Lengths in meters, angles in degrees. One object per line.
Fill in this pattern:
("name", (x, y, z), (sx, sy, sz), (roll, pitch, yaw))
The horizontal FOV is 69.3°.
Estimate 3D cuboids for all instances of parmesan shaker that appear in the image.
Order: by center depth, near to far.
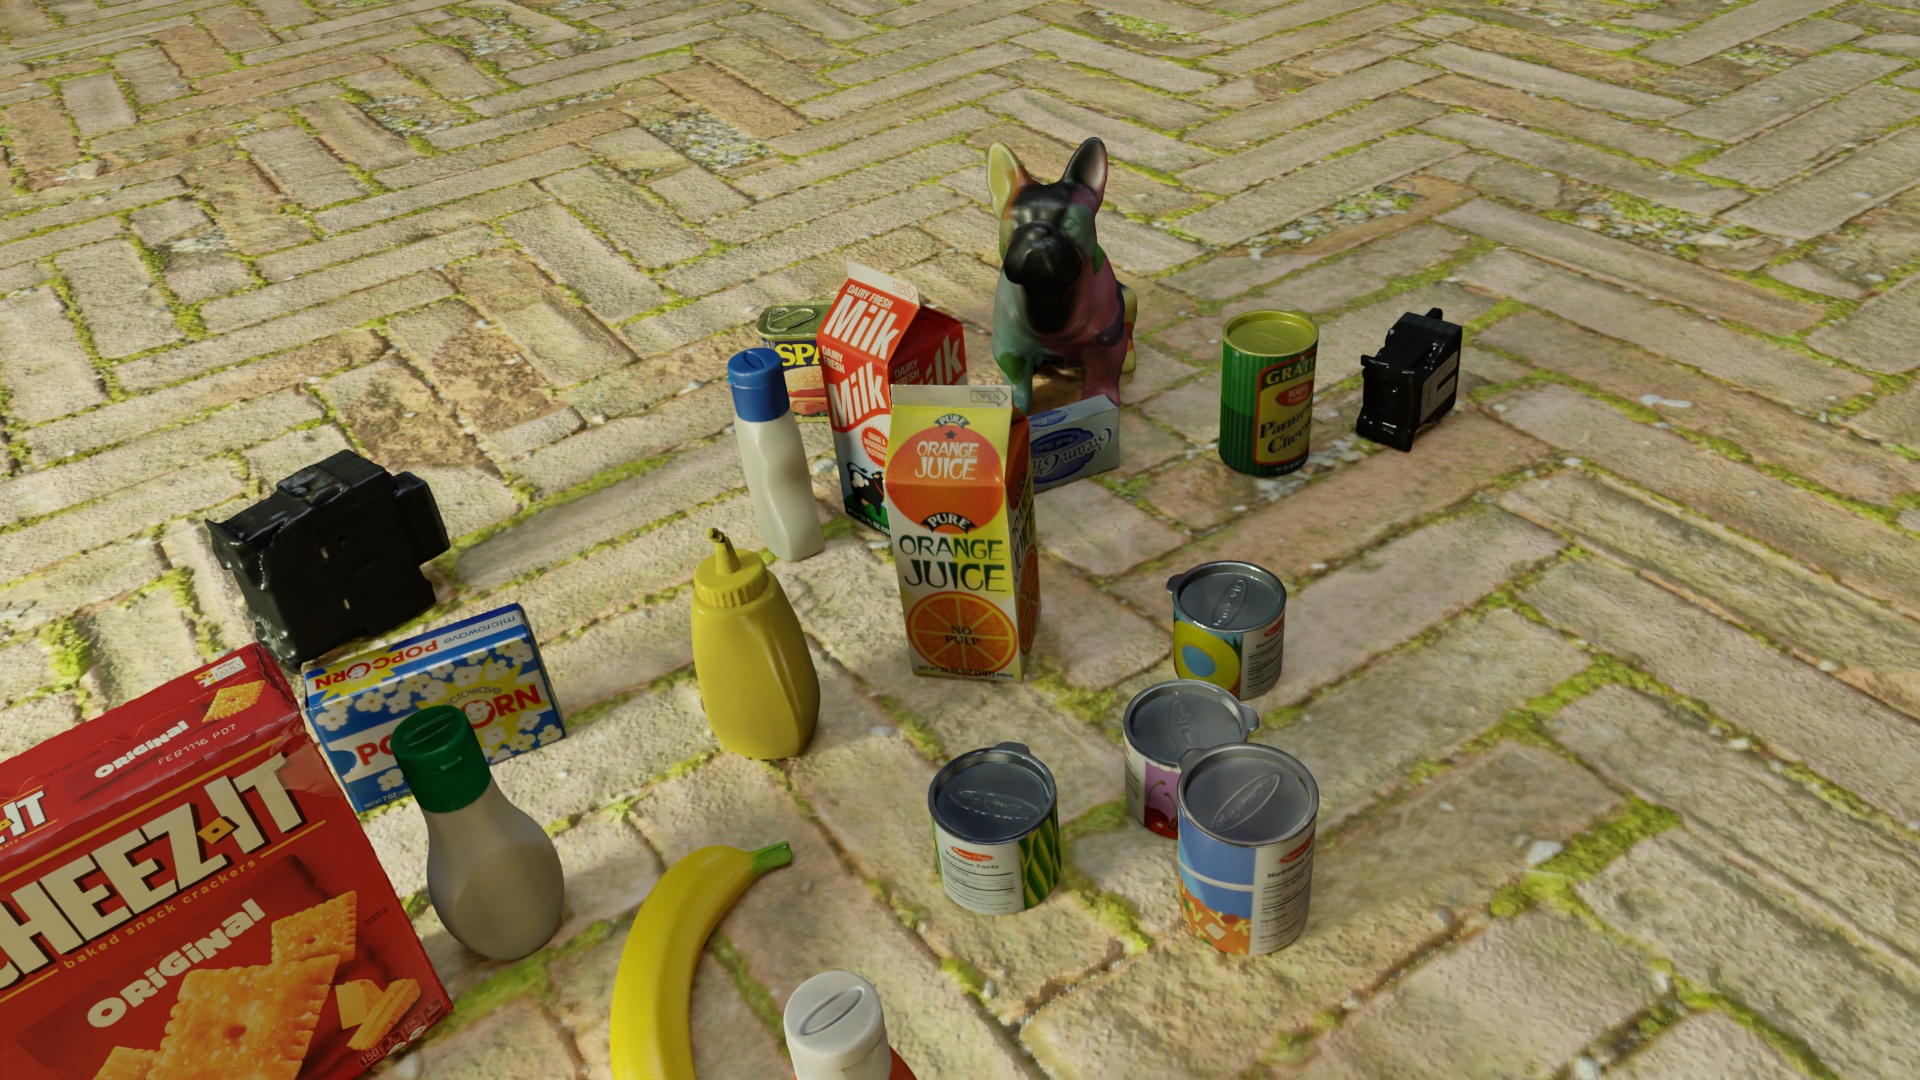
("parmesan shaker", (0.222, -0.106, 0.998), (0.071, 0.102, 0.072), (-4, 37, 3))

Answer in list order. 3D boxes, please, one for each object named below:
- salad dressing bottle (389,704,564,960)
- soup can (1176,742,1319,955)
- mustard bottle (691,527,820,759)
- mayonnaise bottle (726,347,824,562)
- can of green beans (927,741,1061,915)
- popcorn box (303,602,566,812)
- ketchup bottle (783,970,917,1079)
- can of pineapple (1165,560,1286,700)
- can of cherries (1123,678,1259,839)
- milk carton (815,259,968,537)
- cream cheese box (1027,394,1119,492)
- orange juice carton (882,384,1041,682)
("salad dressing bottle", (-0.241, 0.146, 0.692), (0.064, 0.146, 0.044), (-31, 43, -30))
("soup can", (0.138, 0.151, 0.684), (0.071, 0.083, 0.072), (-4, 37, 3))
("mustard bottle", (-0.120, 0.054, 0.786), (0.065, 0.159, 0.049), (2, 37, 11))
("mayonnaise bottle", (-0.128, -0.059, 0.949), (0.041, 0.147, 0.065), (-22, 39, -20))
("can of green beans", (0.019, 0.151, 0.722), (0.071, 0.057, 0.071), (-4, 37, 3))
("popcorn box", (-0.307, 0.098, 0.818), (0.127, 0.084, 0.038), (-20, 39, -17))
("ketchup bottle", (-0.041, 0.230, 0.550), (0.065, 0.148, 0.043), (-30, 43, -28))
("can of pineapple", (0.159, 0.053, 0.832), (0.071, 0.057, 0.071), (-4, 37, 3))
("can of cherries", (0.124, 0.118, 0.750), (0.071, 0.058, 0.072), (-4, 37, 3))
("milk carton", (-0.043, -0.098, 0.954), (0.072, 0.189, 0.074), (27, 48, 37))
("cream cheese box", (0.066, -0.066, 1.009), (0.104, 0.053, 0.024), (-18, 38, -15))
("orange juice carton", (0.003, -0.010, 0.828), (0.072, 0.191, 0.073), (3, 38, 13))
